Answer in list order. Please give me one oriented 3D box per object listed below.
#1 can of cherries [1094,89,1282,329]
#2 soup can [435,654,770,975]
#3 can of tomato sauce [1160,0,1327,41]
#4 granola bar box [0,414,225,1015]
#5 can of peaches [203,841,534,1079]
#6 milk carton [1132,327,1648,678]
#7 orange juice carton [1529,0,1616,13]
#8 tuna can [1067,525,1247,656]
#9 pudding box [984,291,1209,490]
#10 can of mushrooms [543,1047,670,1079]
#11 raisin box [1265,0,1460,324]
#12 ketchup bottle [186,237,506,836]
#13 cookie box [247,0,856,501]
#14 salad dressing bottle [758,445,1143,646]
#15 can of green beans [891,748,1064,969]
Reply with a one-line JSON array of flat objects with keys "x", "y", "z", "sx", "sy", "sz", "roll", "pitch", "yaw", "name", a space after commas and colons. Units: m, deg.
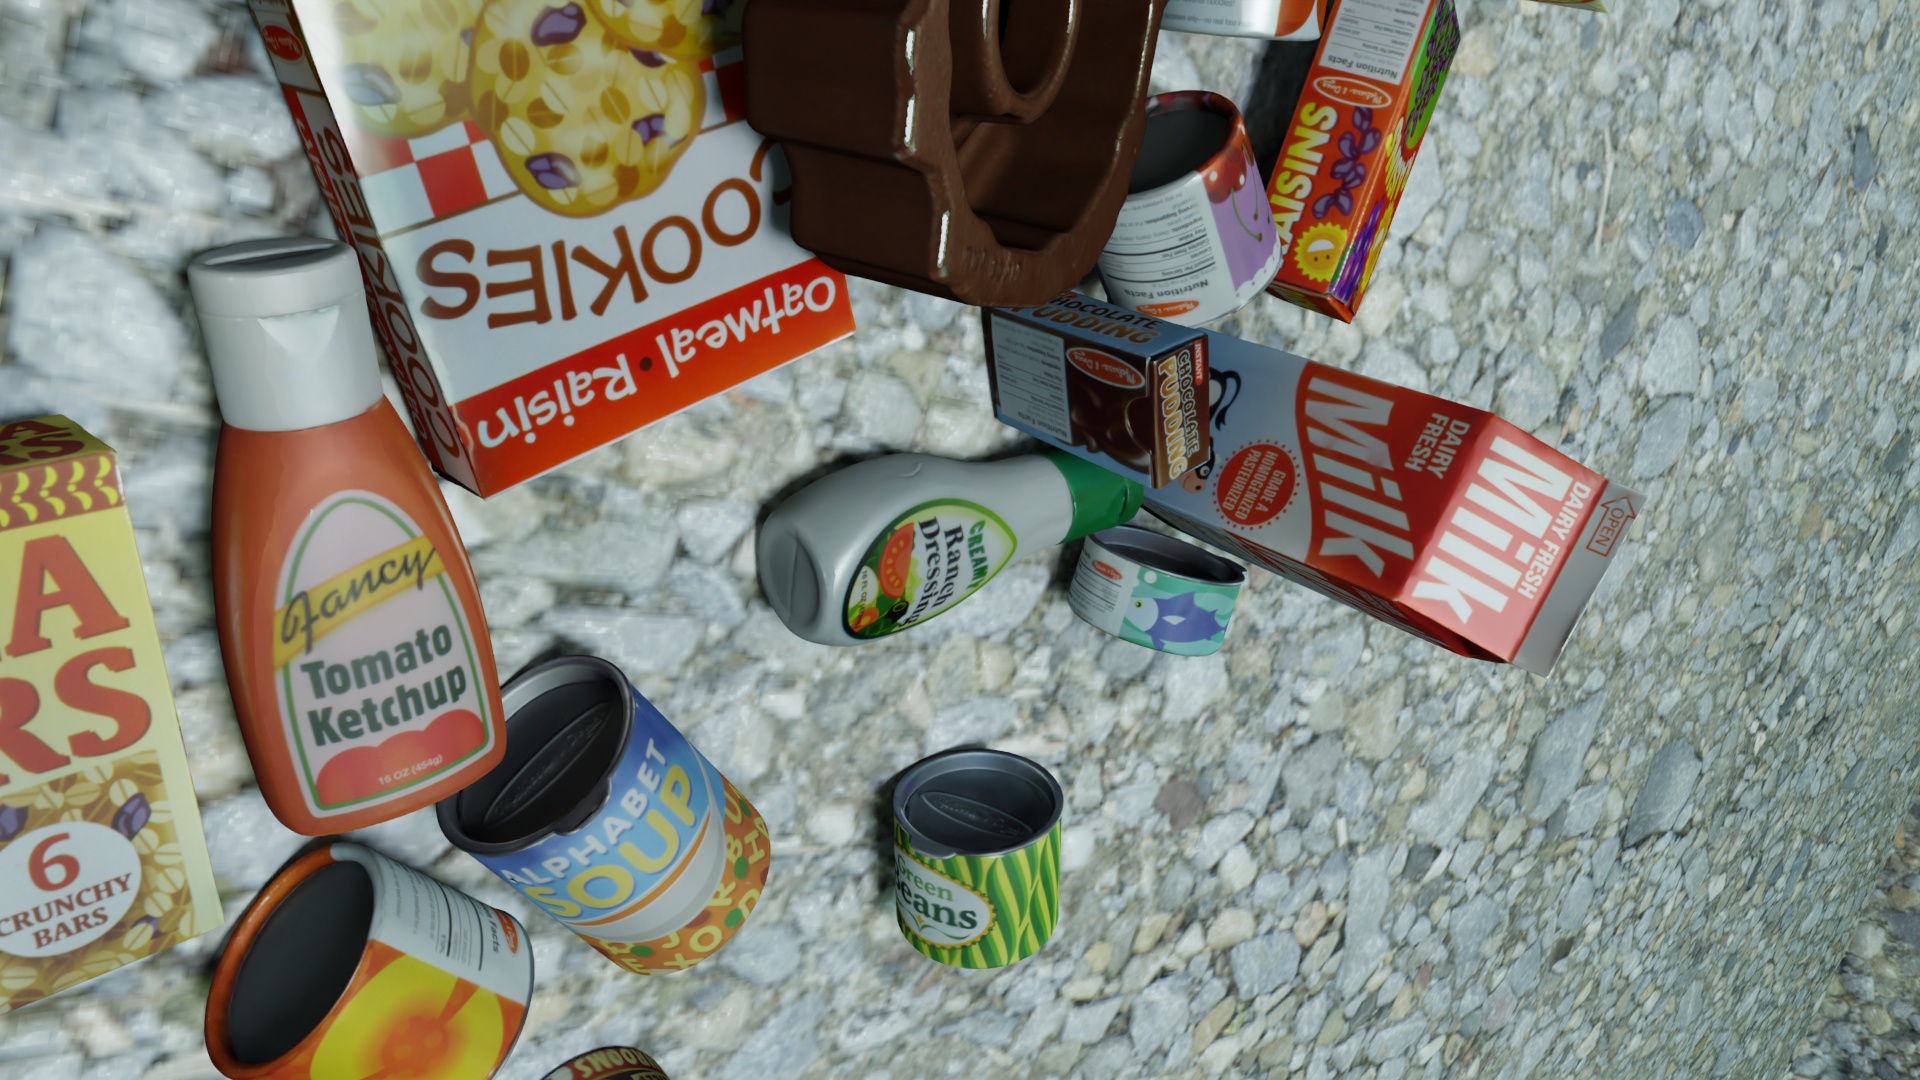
[{"x": 0.075, "y": -0.119, "z": 0.495, "sx": 0.072, "sy": 0.071, "sz": 0.058, "roll": -45, "pitch": 132, "yaw": -17, "name": "can of cherries"}, {"x": -0.105, "y": 0.087, "z": 0.423, "sx": 0.071, "sy": 0.071, "sz": 0.083, "roll": -47, "pitch": 134, "yaw": -15, "name": "soup can"}, {"x": 0.096, "y": -0.214, "z": 0.466, "sx": 0.071, "sy": 0.071, "sz": 0.082, "roll": -14, "pitch": 120, "yaw": -37, "name": "can of tomato sauce"}, {"x": -0.251, "y": 0.053, "z": 0.275, "sx": 0.166, "sy": 0.039, "sz": 0.123, "roll": -19, "pitch": 118, "yaw": -39, "name": "granola bar box"}, {"x": -0.166, "y": 0.128, "z": 0.390, "sx": 0.071, "sy": 0.071, "sz": 0.058, "roll": -52, "pitch": 134, "yaw": -10, "name": "can of peaches"}, {"x": 0.145, "y": -0.017, "z": 0.515, "sx": 0.073, "sy": 0.191, "sz": 0.072, "roll": 29, "pitch": 90, "yaw": -46, "name": "milk carton"}, {"x": 0.197, "y": -0.253, "z": 0.500, "sx": 0.193, "sy": 0.073, "sz": 0.071, "roll": -8, "pitch": 116, "yaw": -57, "name": "orange juice carton"}, {"x": 0.080, "y": 0.020, "z": 0.561, "sx": 0.071, "sy": 0.071, "sz": 0.032, "roll": 3, "pitch": 109, "yaw": -43, "name": "tuna can"}, {"x": 0.047, "y": -0.055, "z": 0.484, "sx": 0.030, "sy": 0.084, "sz": 0.049, "roll": -27, "pitch": 126, "yaw": -30, "name": "pudding box"}, {"x": -0.126, "y": 0.215, "z": 0.492, "sx": 0.071, "sy": 0.033, "sz": 0.070, "roll": -19, "pitch": 121, "yaw": -34, "name": "can of mushrooms"}, {"x": 0.155, "y": -0.153, "z": 0.547, "sx": 0.086, "sy": 0.040, "sz": 0.123, "roll": -6, "pitch": 116, "yaw": -69, "name": "raisin box"}, {"x": -0.159, "y": 0.000, "z": 0.353, "sx": 0.065, "sy": 0.043, "sz": 0.148, "roll": -20, "pitch": 121, "yaw": -34, "name": "ketchup bottle"}, {"x": -0.100, "y": -0.110, "z": 0.357, "sx": 0.123, "sy": 0.040, "sz": 0.166, "roll": -30, "pitch": 126, "yaw": -29, "name": "cookie box"}, {"x": 0.002, "y": -0.006, "z": 0.494, "sx": 0.148, "sy": 0.044, "sz": 0.064, "roll": -18, "pitch": 131, "yaw": -36, "name": "salad dressing bottle"}, {"x": 0.007, "y": 0.124, "z": 0.546, "sx": 0.071, "sy": 0.071, "sz": 0.057, "roll": -20, "pitch": 122, "yaw": -34, "name": "can of green beans"}]
